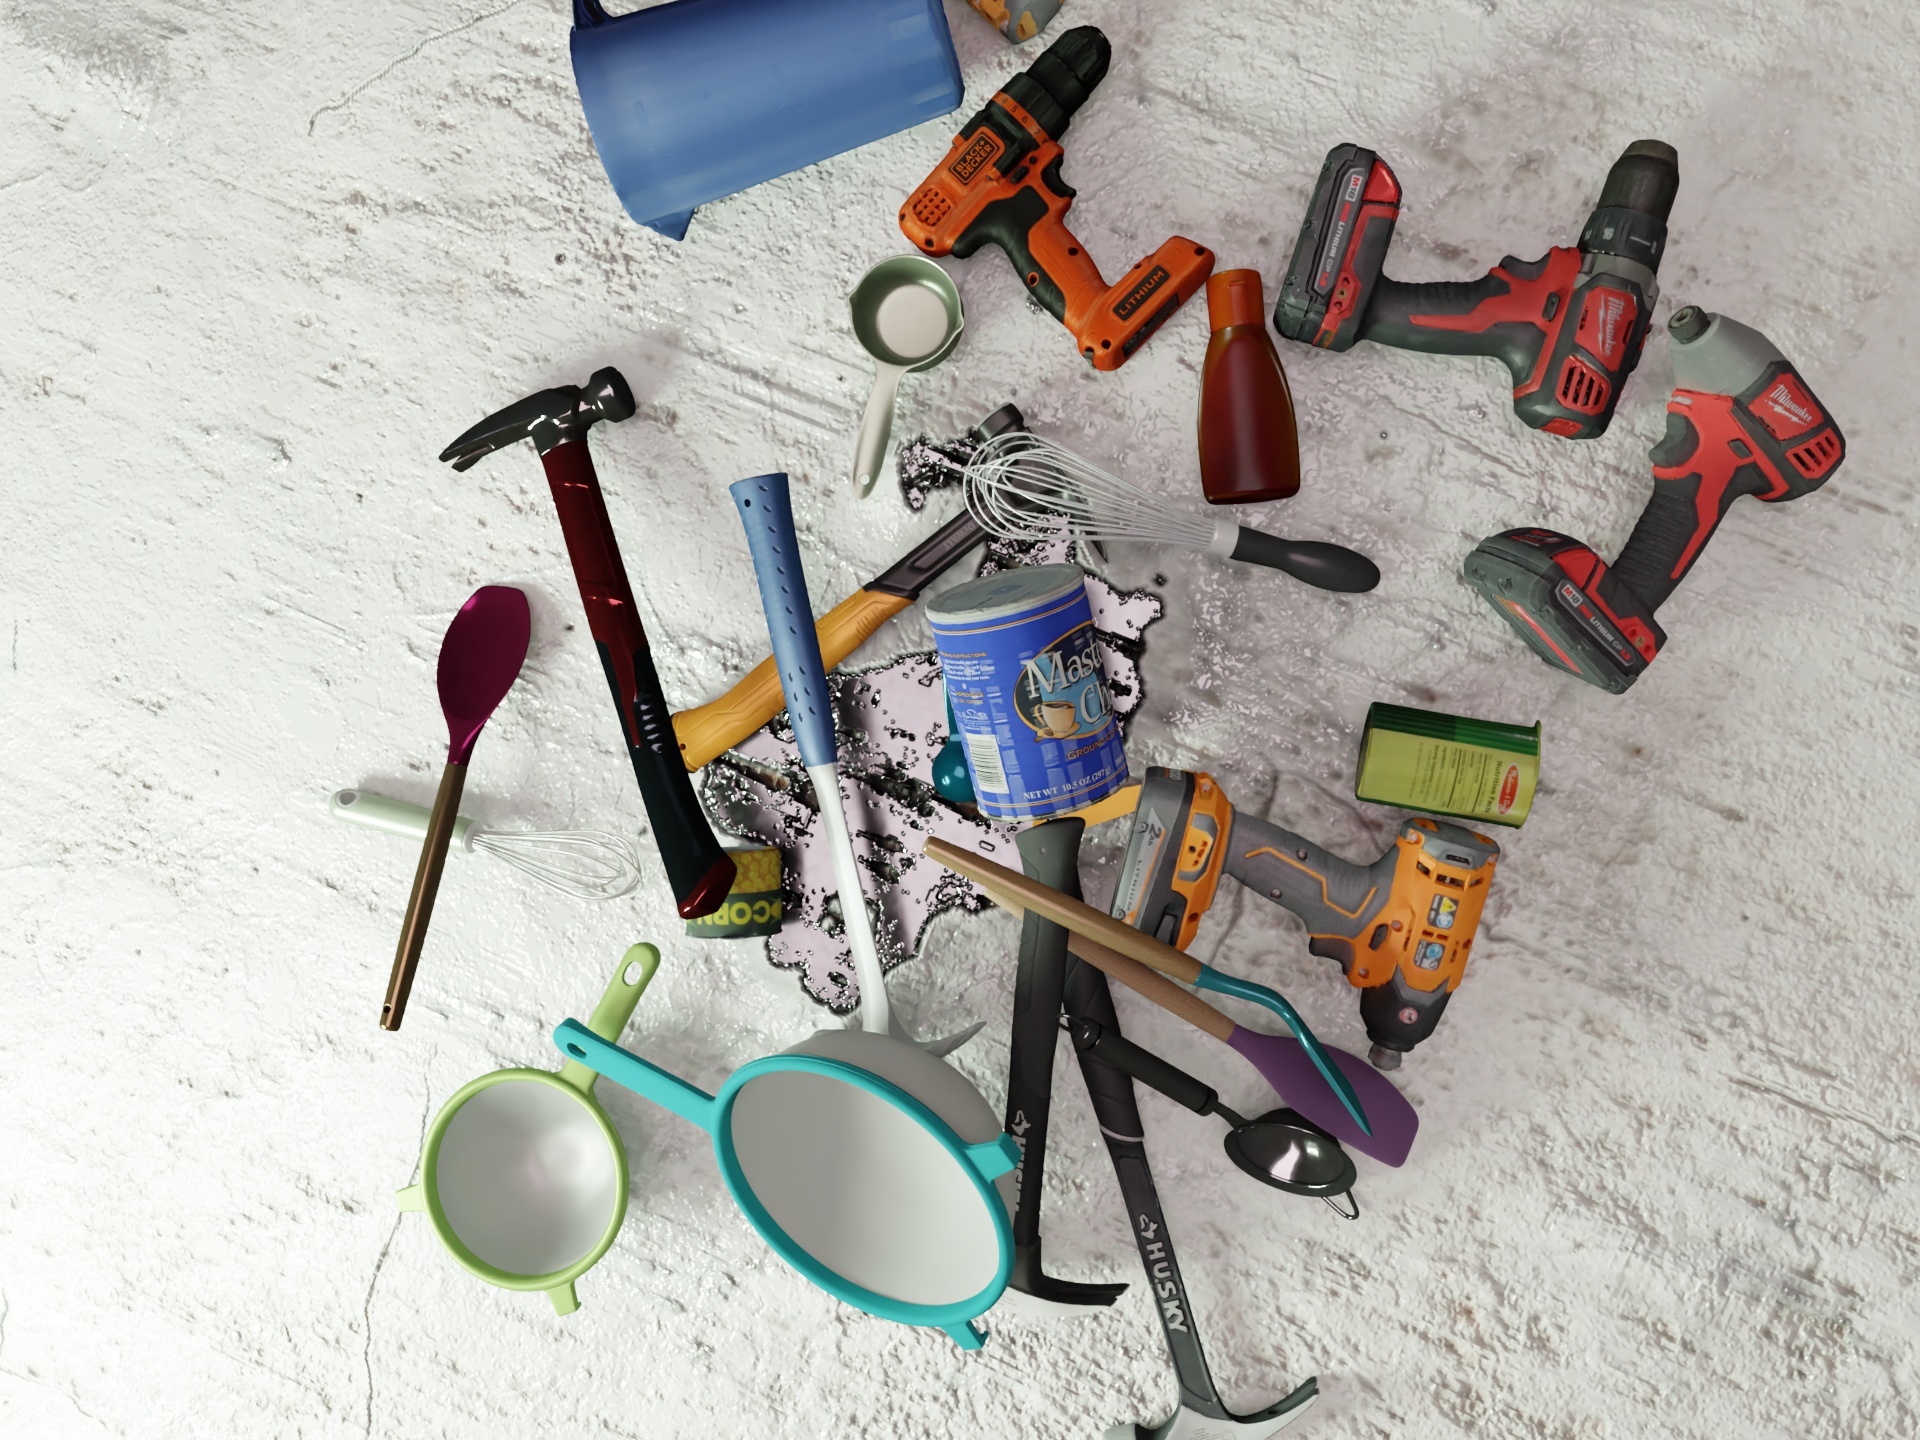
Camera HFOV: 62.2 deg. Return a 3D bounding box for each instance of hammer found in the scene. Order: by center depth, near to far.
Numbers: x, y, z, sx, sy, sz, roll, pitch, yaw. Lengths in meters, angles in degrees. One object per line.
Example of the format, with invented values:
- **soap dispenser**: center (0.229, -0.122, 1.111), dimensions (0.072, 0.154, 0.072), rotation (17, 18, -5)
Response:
- **hammer**: center (0.051, 0.224, 1.026), dimensions (0.146, 0.035, 0.334), rotation (10, 101, 27)
- **hammer**: center (-0.084, 0.038, 1.044), dimensions (0.144, 0.035, 0.405), rotation (-11, 93, 40)
- **hammer**: center (0.118, 0.292, 1.060), dimensions (0.149, 0.036, 0.409), rotation (-16, 87, 7)
- **hammer**: center (-0.243, -0.046, 1.078), dimensions (0.143, 0.038, 0.386), rotation (-22, 75, 9)
- **hammer**: center (-0.062, -0.067, 1.088), dimensions (0.337, 0.034, 0.127), rotation (-37, 84, 7)

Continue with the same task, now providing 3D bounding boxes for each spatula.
- **spatula**: center (0.116, 0.153, 0.970), dimensions (0.317, 0.082, 0.044), rotation (26, 102, -1)
- **spatula**: center (0.154, 0.187, 1.032), dimensions (0.316, 0.018, 0.060), rotation (30, 54, 7)

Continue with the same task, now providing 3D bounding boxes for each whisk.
- **whisk**: center (0.138, -0.126, 1.027), dimensions (0.284, 0.070, 0.070), rotation (14, 92, -8)
- **whisk**: center (-0.338, 0.085, 1.127), dimensions (0.246, 0.059, 0.058), rotation (13, 48, 12)

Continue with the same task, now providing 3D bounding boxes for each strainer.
- **strainer**: center (0.162, 0.243, 1.012), dimensions (0.258, 0.087, 0.050), rotation (32, 51, -20)
- **strainer**: center (-0.101, 0.248, 1.021), dimensions (0.340, 0.095, 0.210), rotation (21, 128, 20)
- **strainer**: center (-0.267, 0.265, 1.103), dimensions (0.151, 0.069, 0.256), rotation (29, 92, 9)

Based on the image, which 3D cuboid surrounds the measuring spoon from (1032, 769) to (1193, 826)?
- **measuring spoon**: center (0.104, 0.055, 1.076), dimensions (0.117, 0.011, 0.021), rotation (-17, 100, 12)

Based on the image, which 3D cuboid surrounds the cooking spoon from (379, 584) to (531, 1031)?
- **cooking spoon**: center (-0.357, 0.056, 1.106), dimensions (0.069, 0.017, 0.319), rotation (7, 76, 15)

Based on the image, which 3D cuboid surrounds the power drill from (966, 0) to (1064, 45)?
- **power drill**: center (0.045, -0.593, 1.052), dimensions (0.185, 0.084, 0.226), rotation (44, 101, 8)

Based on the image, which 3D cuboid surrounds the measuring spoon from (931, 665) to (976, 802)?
- **measuring spoon**: center (-0.002, -0.003, 1.067), dimensions (0.042, 0.021, 0.128), rotation (-1, 107, 5)

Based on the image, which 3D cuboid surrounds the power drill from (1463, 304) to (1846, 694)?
- **power drill**: center (0.424, -0.138, 0.972), dimensions (0.143, 0.079, 0.219), rotation (40, 94, -22)

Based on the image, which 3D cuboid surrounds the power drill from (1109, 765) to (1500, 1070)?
- **power drill**: center (0.213, 0.126, 1.021), dimensions (0.226, 0.084, 0.164), rotation (14, 99, 5)

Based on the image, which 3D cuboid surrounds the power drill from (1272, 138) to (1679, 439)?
- **power drill**: center (0.331, -0.296, 1.008), dimensions (0.227, 0.080, 0.188), rotation (18, 93, 5)

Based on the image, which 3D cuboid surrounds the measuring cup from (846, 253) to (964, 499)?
- **measuring cup**: center (-0.046, -0.231, 1.085), dimensions (0.083, 0.038, 0.167), rotation (15, 94, 8)
